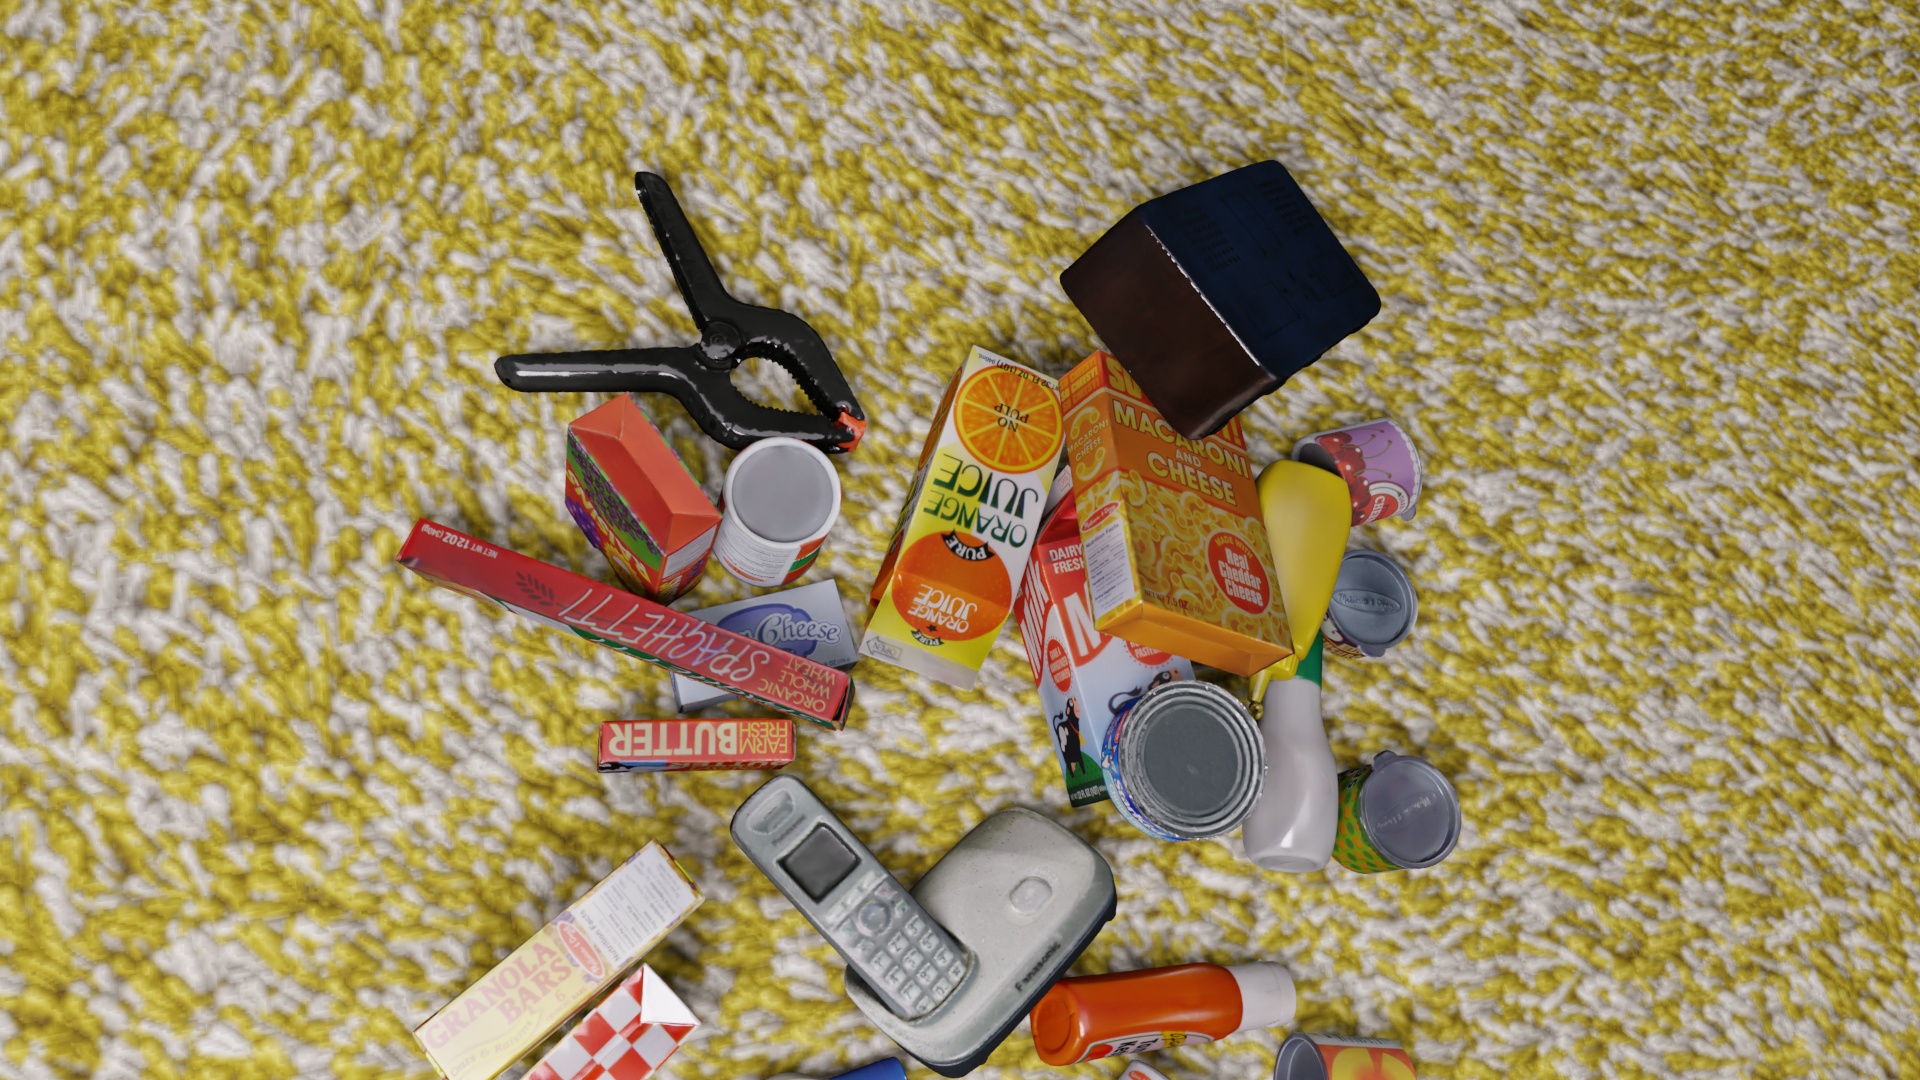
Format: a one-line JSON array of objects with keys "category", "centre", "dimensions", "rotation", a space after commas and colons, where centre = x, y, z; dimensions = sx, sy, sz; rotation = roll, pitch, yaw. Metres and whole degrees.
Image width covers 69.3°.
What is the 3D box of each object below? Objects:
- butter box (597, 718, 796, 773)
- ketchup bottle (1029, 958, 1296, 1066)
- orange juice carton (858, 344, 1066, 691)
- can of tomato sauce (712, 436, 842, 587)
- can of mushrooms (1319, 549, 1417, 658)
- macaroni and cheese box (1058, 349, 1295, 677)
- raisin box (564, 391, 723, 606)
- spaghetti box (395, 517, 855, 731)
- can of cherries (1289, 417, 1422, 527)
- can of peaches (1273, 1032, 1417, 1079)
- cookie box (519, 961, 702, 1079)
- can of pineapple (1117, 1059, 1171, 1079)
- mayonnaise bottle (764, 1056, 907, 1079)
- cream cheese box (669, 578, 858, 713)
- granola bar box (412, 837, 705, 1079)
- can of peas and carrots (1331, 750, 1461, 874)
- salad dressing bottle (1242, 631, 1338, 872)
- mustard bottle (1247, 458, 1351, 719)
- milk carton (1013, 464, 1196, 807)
[{"category": "butter box", "centre": [-0.144, 0.112, 0.756], "dimensions": [0.104, 0.053, 0.024], "rotation": [1, 75, -14]}, {"category": "ketchup bottle", "centre": [0.117, 0.261, 0.777], "dimensions": [0.149, 0.064, 0.044], "rotation": [1, 60, -23]}, {"category": "orange juice carton", "centre": [0.003, -0.010, 0.823], "dimensions": [0.072, 0.072, 0.193], "rotation": [22, 69, -8]}, {"category": "can of tomato sauce", "centre": [-0.105, -0.017, 0.791], "dimensions": [0.071, 0.083, 0.071], "rotation": [4, 73, -14]}, {"category": "can of mushrooms", "centre": [0.256, 0.044, 0.895], "dimensions": [0.071, 0.033, 0.071], "rotation": [5, 72, -14]}, {"category": "macaroni and cheese box", "centre": [0.121, -0.015, 0.795], "dimensions": [0.124, 0.040, 0.167], "rotation": [19, 51, -34]}, {"category": "raisin box", "centre": [-0.174, -0.015, 0.751], "dimensions": [0.040, 0.123, 0.086], "rotation": [-37, 85, -23]}, {"category": "spaghetti box", "centre": [-0.175, 0.047, 0.747], "dimensions": [0.250, 0.050, 0.029], "rotation": [20, 76, 3]}, {"category": "can of cherries", "centre": [0.257, -0.040, 0.903], "dimensions": [0.058, 0.071, 0.071], "rotation": [-13, 77, -18]}, {"category": "can of peaches", "centre": [0.217, 0.316, 0.781], "dimensions": [0.058, 0.071, 0.071], "rotation": [7, 72, -13]}, {"category": "cookie box", "centre": [-0.179, 0.256, 0.641], "dimensions": [0.040, 0.166, 0.123], "rotation": [45, 68, 5]}, {"category": "can of pineapple", "centre": [0.101, 0.327, 0.748], "dimensions": [0.071, 0.070, 0.058], "rotation": [46, 68, 2]}, {"category": "mayonnaise bottle", "centre": [-0.098, 0.307, 0.713], "dimensions": [0.148, 0.041, 0.065], "rotation": [-13, 75, -18]}, {"category": "cream cheese box", "centre": [-0.116, 0.060, 0.796], "dimensions": [0.104, 0.024, 0.053], "rotation": [-13, 76, -18]}, {"category": "granola bar box", "centre": [-0.187, 0.200, 0.657], "dimensions": [0.124, 0.165, 0.039], "rotation": [-38, 87, -22]}, {"category": "can of peas and carrots", "centre": [0.257, 0.165, 0.843], "dimensions": [0.071, 0.058, 0.071], "rotation": [4, 72, -13]}, {"category": "salad dressing bottle", "centre": [0.200, 0.124, 0.843], "dimensions": [0.044, 0.064, 0.148], "rotation": [19, 61, -20]}, {"category": "mustard bottle", "centre": [0.192, 0.032, 0.841], "dimensions": [0.065, 0.048, 0.161], "rotation": [19, 72, -4]}, {"category": "milk carton", "centre": [0.082, 0.054, 0.824], "dimensions": [0.073, 0.072, 0.191], "rotation": [-12, 76, -18]}]
